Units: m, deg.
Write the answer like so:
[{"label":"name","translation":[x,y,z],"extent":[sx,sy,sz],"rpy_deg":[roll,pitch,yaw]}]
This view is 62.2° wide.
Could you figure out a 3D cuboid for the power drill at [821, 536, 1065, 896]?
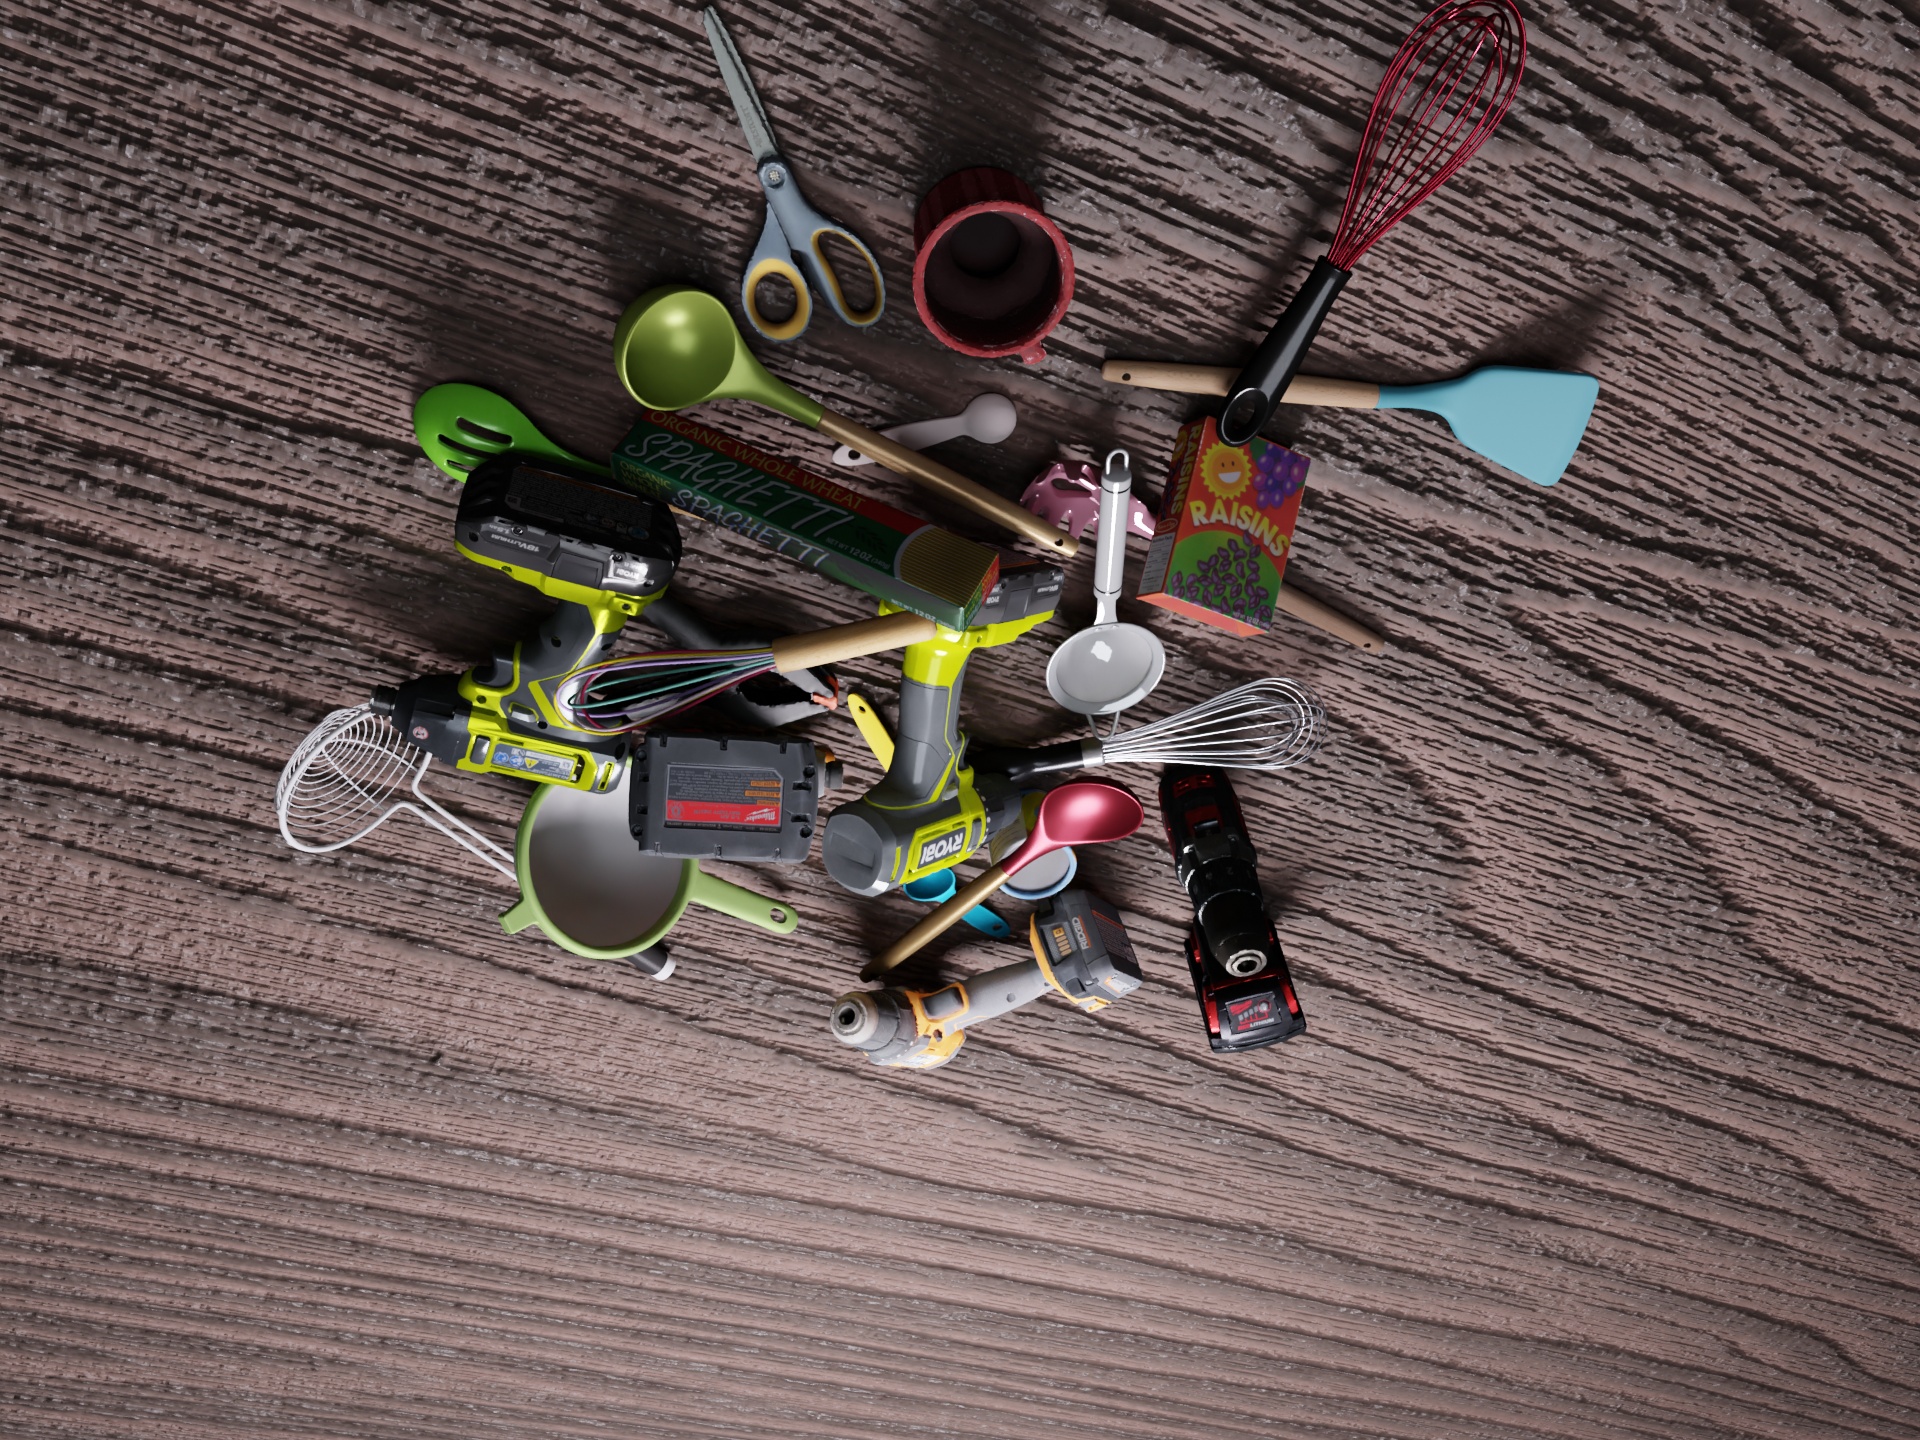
[{"label":"power drill","translation":[-0.002,-0.003,1.083],"extent":[0.080,0.190,0.228],"rpy_deg":[23,111,29]}]

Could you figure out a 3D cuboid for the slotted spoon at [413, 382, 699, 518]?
[{"label":"slotted spoon","translation":[-0.197,-0.150,1.036],"extent":[0.313,0.031,0.070],"rpy_deg":[14,127,-18]}]

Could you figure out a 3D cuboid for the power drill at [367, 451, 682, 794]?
[{"label":"power drill","translation":[-0.282,-0.054,1.035],"extent":[0.171,0.080,0.223],"rpy_deg":[14,128,-18]}]

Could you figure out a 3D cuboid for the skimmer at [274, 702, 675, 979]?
[{"label":"skimmer","translation":[-0.338,0.111,1.178],"extent":[0.127,0.090,0.362],"rpy_deg":[-51,124,-6]}]

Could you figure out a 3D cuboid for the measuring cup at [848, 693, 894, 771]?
[{"label":"measuring cup","translation":[-0.037,0.036,1.199],"extent":[0.062,0.029,0.156],"rpy_deg":[-10,121,41]}]

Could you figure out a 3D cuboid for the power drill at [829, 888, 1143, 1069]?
[{"label":"power drill","translation":[0.015,0.213,1.269],"extent":[0.226,0.084,0.185],"rpy_deg":[-25,158,13]}]

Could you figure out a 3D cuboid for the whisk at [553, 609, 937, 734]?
[{"label":"whisk","translation":[-0.134,-0.033,0.986],"extent":[0.245,0.051,0.047],"rpy_deg":[-12,96,6]}]

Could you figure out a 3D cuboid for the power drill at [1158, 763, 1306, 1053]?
[{"label":"power drill","translation":[0.211,0.165,1.230],"extent":[0.080,0.188,0.226],"rpy_deg":[-15,132,6]}]

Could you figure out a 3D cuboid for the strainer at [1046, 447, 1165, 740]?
[{"label":"strainer","translation":[0.101,-0.086,1.084],"extent":[0.087,0.050,0.258],"rpy_deg":[-7,140,-5]}]

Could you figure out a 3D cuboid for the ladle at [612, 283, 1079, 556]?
[{"label":"ladle","translation":[-0.064,-0.173,0.989],"extent":[0.320,0.062,0.078],"rpy_deg":[25,108,-14]}]

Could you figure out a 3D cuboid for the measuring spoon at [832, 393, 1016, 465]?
[{"label":"measuring spoon","translation":[-0.023,-0.183,1.036],"extent":[0.124,0.018,0.034],"rpy_deg":[-14,128,4]}]

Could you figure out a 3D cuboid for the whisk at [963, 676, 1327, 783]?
[{"label":"whisk","translation":[0.131,0.017,1.190],"extent":[0.284,0.070,0.070],"rpy_deg":[-9,128,7]}]

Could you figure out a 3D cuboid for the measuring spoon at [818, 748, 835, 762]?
[{"label":"measuring spoon","translation":[-0.139,0.060,1.213],"extent":[0.117,0.011,0.021],"rpy_deg":[-39,122,21]}]

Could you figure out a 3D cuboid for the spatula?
[{"label":"spatula","translation":[0.249,-0.209,1.034],"extent":[0.317,0.044,0.082],"rpy_deg":[3,130,-8]}]

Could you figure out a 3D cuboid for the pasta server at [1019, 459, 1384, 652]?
[{"label":"pasta server","translation":[0.177,-0.106,1.108],"extent":[0.316,0.040,0.060],"rpy_deg":[23,139,-24]}]

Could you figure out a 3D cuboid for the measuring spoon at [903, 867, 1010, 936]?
[{"label":"measuring spoon","translation":[-0.001,0.143,1.296],"extent":[0.042,0.021,0.128],"rpy_deg":[-35,133,18]}]

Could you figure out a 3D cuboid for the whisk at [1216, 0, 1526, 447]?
[{"label":"whisk","translation":[0.236,-0.289,0.950],"extent":[0.073,0.073,0.295],"rpy_deg":[19,121,-20]}]

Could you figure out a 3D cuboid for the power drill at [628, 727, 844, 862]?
[{"label":"power drill","translation":[-0.149,0.041,1.079],"extent":[0.143,0.220,0.078],"rpy_deg":[3,93,-6]}]

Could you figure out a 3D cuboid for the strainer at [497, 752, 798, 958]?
[{"label":"strainer","translation":[-0.237,0.118,1.206],"extent":[0.069,0.151,0.256],"rpy_deg":[-6,155,44]}]

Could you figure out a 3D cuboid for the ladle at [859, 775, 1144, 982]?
[{"label":"ladle","translation":[0.020,0.125,1.200],"extent":[0.069,0.031,0.315],"rpy_deg":[34,128,-21]}]
